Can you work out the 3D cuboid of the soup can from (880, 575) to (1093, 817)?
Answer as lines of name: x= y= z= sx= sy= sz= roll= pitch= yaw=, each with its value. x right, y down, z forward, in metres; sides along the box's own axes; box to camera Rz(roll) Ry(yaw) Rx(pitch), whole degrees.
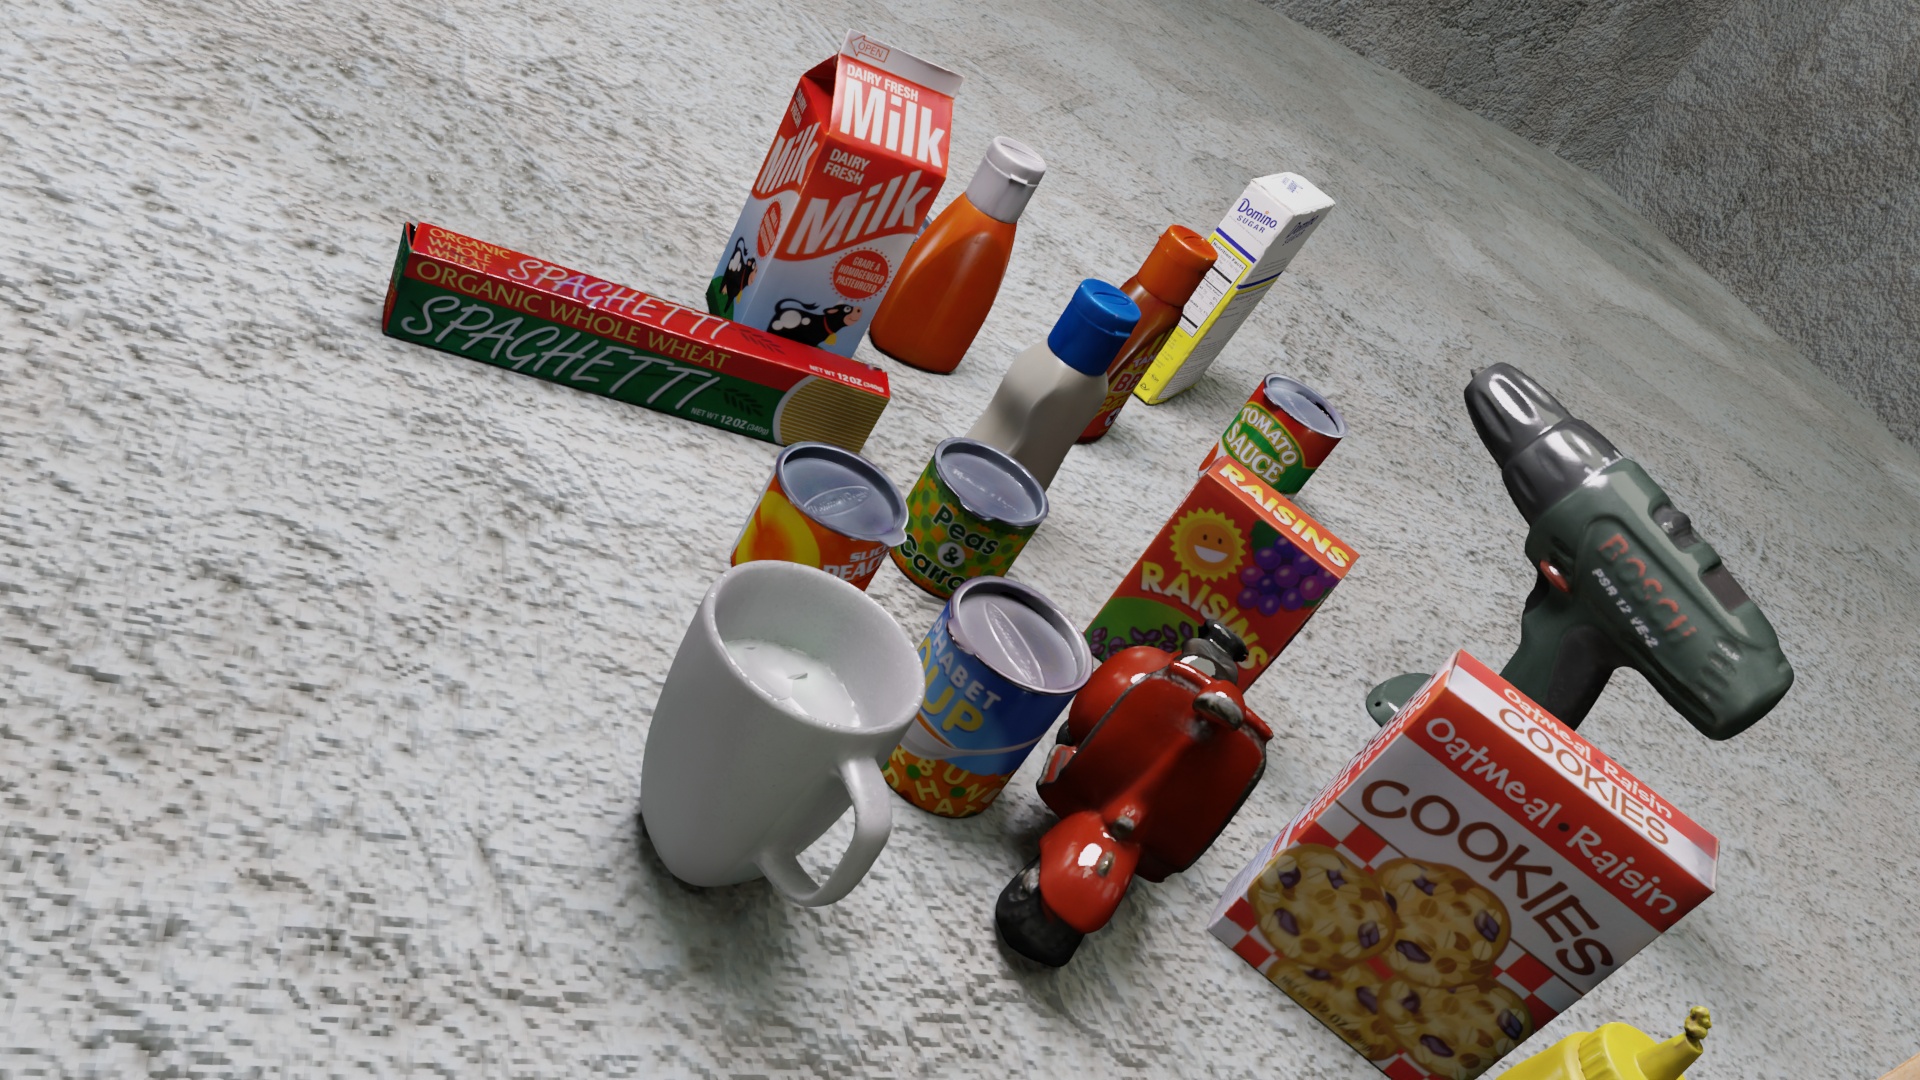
soup can: x=0.005 y=0.067 z=0.590 sx=0.071 sy=0.083 sz=0.072 roll=23 pitch=33 yaw=-16

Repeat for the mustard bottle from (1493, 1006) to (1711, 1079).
mustard bottle: x=0.210 y=0.216 z=0.495 sx=0.049 sy=0.159 sz=0.065 roll=42 pitch=33 yaw=14

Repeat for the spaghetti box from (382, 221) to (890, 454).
spaghetti box: x=-0.156 y=-0.095 z=0.700 sx=0.250 sy=0.050 sz=0.029 roll=15 pitch=36 yaw=-27

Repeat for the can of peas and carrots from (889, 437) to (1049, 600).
can of peas and carrots: x=0.003 y=-0.009 z=0.714 sx=0.071 sy=0.058 sz=0.071 roll=23 pitch=33 yaw=-16

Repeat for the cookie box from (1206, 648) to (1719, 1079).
cookie box: x=0.203 y=0.144 z=0.580 sx=0.123 sy=0.166 sz=0.040 roll=38 pitch=32 yaw=9

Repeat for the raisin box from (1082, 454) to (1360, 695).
raisin box: x=0.130 y=0.030 z=0.712 sx=0.086 sy=0.122 sz=0.040 roll=40 pitch=32 yaw=11

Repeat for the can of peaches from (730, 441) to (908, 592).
can of peaches: x=-0.065 y=-0.002 z=0.646 sx=0.071 sy=0.057 sz=0.071 roll=23 pitch=33 yaw=-16

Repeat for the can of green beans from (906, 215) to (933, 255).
can of green beans: x=-0.058 y=-0.193 z=0.913 sx=0.071 sy=0.057 sz=0.071 roll=23 pitch=33 yaw=-16

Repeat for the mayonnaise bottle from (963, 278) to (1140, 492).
mayonnaise bottle: x=0.044 y=-0.073 z=0.753 sx=0.065 sy=0.147 sz=0.041 roll=-1 pitch=45 yaw=-43

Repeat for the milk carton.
milk carton: x=-0.070 y=-0.182 z=0.762 sx=0.072 sy=0.189 sz=0.074 roll=12 pitch=37 yaw=-30

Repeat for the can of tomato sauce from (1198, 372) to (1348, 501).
can of tomato sauce: x=0.210 y=-0.061 z=0.945 sx=0.071 sy=0.082 sz=0.071 roll=23 pitch=33 yaw=-16

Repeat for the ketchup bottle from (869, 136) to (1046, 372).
ketchup bottle: x=0.002 y=-0.175 z=0.854 sx=0.065 sy=0.148 sz=0.044 roll=17 pitch=35 yaw=-24

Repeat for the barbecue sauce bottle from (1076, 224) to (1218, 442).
barbecue sauce bottle: x=0.109 y=-0.132 z=0.889 sx=0.044 sy=0.147 sz=0.065 roll=43 pitch=33 yaw=16
